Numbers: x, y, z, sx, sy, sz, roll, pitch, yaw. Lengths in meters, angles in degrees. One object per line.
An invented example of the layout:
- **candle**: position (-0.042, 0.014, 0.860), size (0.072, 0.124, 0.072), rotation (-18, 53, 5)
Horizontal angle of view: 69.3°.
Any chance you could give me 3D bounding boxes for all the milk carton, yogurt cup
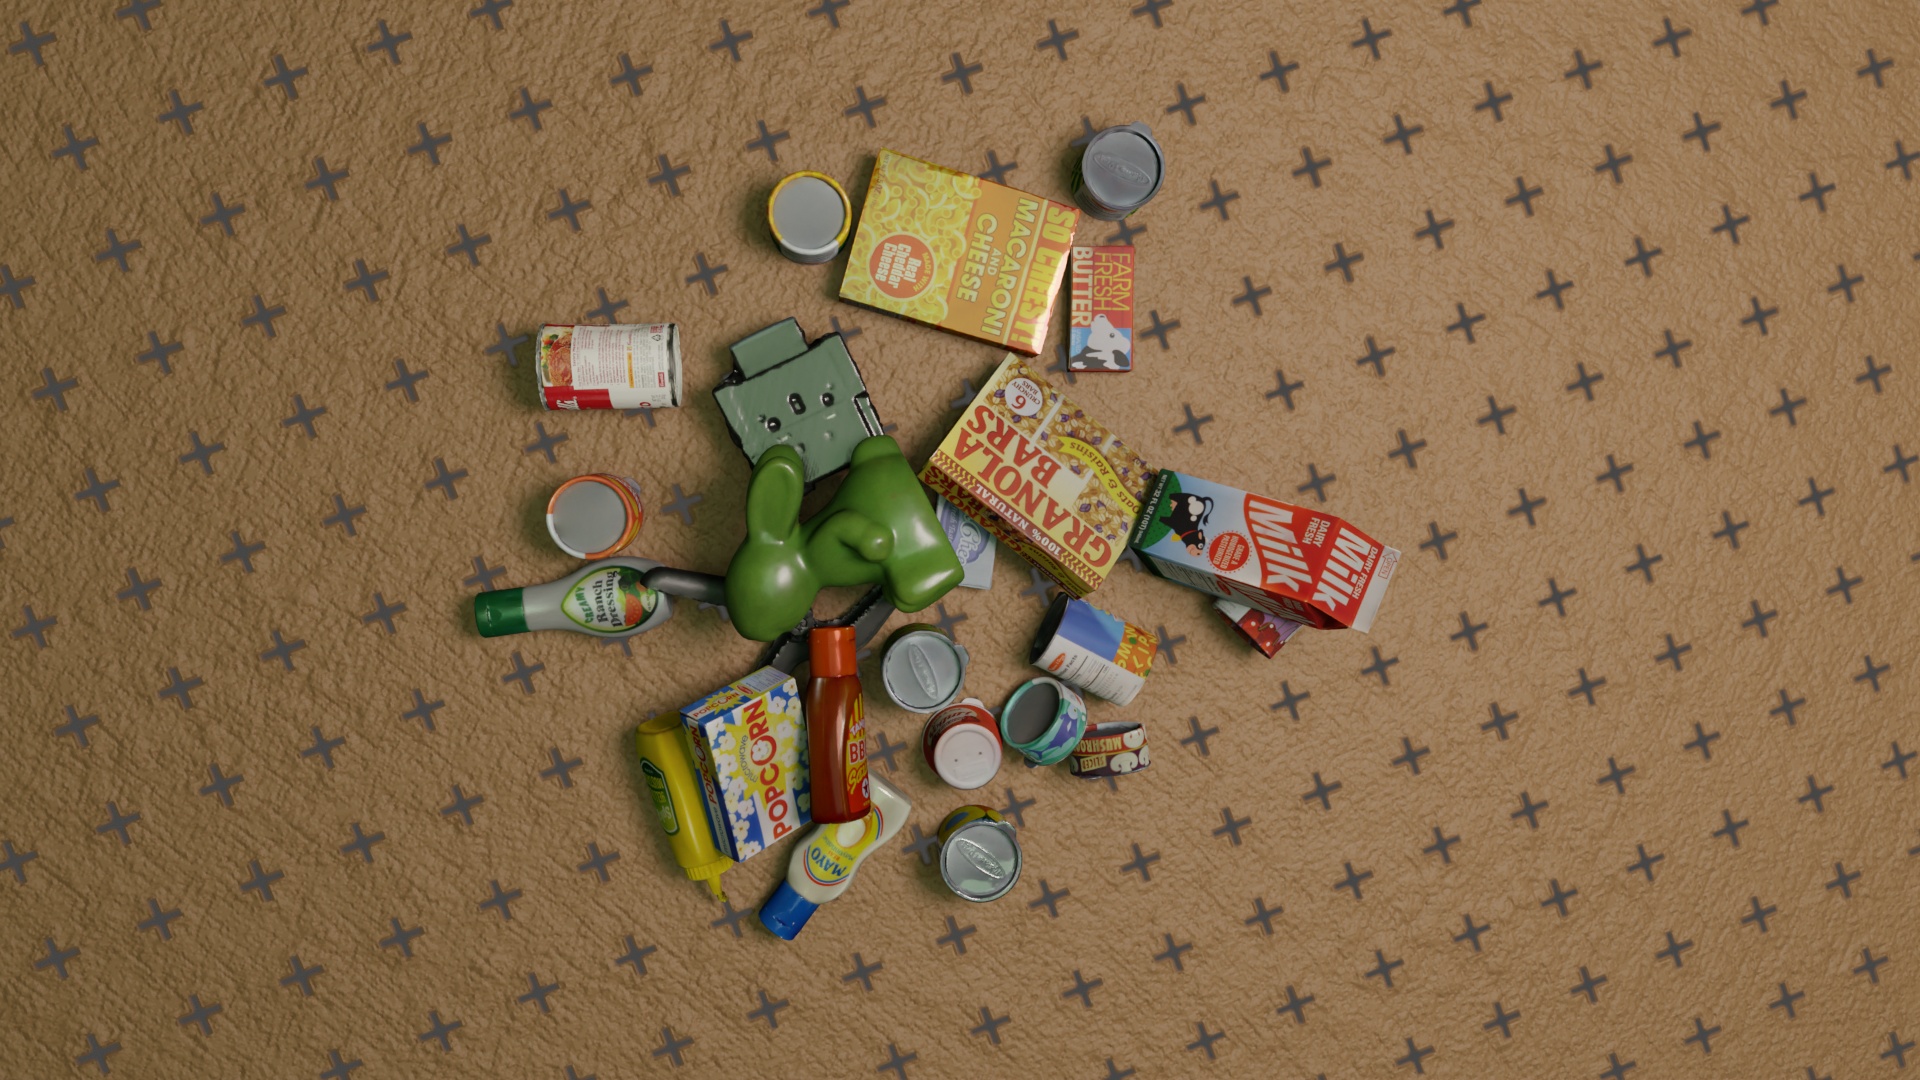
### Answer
- **milk carton**: position (0.237, 0.012, 1.078), size (0.191, 0.073, 0.072), rotation (19, 78, 29)
- **yogurt cup**: position (0.004, 0.170, 1.127), size (0.072, 0.054, 0.072), rotation (0, 94, -5)

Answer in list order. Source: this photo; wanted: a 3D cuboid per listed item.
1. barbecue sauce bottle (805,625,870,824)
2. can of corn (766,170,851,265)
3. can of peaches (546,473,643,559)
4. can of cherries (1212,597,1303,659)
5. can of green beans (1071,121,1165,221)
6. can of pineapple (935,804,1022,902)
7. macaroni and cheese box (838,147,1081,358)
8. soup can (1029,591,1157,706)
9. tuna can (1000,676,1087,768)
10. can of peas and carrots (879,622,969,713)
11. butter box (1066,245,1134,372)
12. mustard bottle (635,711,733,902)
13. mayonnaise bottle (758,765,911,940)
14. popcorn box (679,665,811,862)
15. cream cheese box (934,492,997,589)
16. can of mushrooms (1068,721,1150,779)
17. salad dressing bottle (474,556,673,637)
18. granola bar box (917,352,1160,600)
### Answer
- **barbecue sauce bottle**: position (-0.097, 0.141, 1.078), size (0.043, 0.065, 0.148), rotation (-3, 89, 13)
- **can of corn**: position (-0.119, -0.256, 1.092), size (0.071, 0.058, 0.071), rotation (0, 93, -5)
- **can of peaches**: position (-0.284, -0.021, 1.089), size (0.071, 0.058, 0.071), rotation (0, 93, -5)
- **can of cherries**: position (0.251, 0.056, 1.138), size (0.071, 0.071, 0.058), rotation (44, 89, -6)
- **can of green beans**: position (0.125, -0.293, 1.112), size (0.071, 0.058, 0.071), rotation (0, 93, -5)
- **can of pineapple**: position (0.016, 0.253, 1.130), size (0.071, 0.058, 0.071), rotation (0, 93, -5)
- **macaroni and cheese box**: position (-0.001, -0.229, 1.113), size (0.166, 0.040, 0.123), rotation (16, 91, -5)
- **soup can**: position (0.108, 0.086, 1.128), size (0.084, 0.071, 0.071), rotation (26, 91, -7)
- **tuna can**: position (0.065, 0.147, 1.122), size (0.032, 0.071, 0.071), rotation (39, 89, -34)
- **can of peas and carrots**: position (-0.029, 0.100, 1.118), size (0.071, 0.059, 0.071), rotation (0, 93, -6)
- **butter box**: position (0.114, -0.189, 1.134), size (0.053, 0.024, 0.103), rotation (1, 93, -5)
- **mustard bottle**: position (-0.212, 0.217, 1.104), size (0.049, 0.065, 0.160), rotation (-21, 100, -32)
- **mayonnaise bottle**: position (-0.105, 0.255, 1.127), size (0.065, 0.041, 0.148), rotation (37, 88, -3)
- **popcorn box**: position (-0.160, 0.173, 1.075), size (0.085, 0.038, 0.126), rotation (-26, 117, -36)
- **cream cheese box**: position (0.004, -0.014, 1.132), size (0.053, 0.024, 0.103), rotation (7, 92, -6)
- **can of mushrooms**: position (0.119, 0.170, 1.130), size (0.071, 0.071, 0.033), rotation (-8, 93, -5)
- **salad dressing bottle**: position (-0.305, 0.050, 1.097), size (0.148, 0.044, 0.064), rotation (-8, 95, -5)
- **granola bar box**: position (0.066, -0.051, 1.107), size (0.165, 0.039, 0.125), rotation (38, 64, -6)
